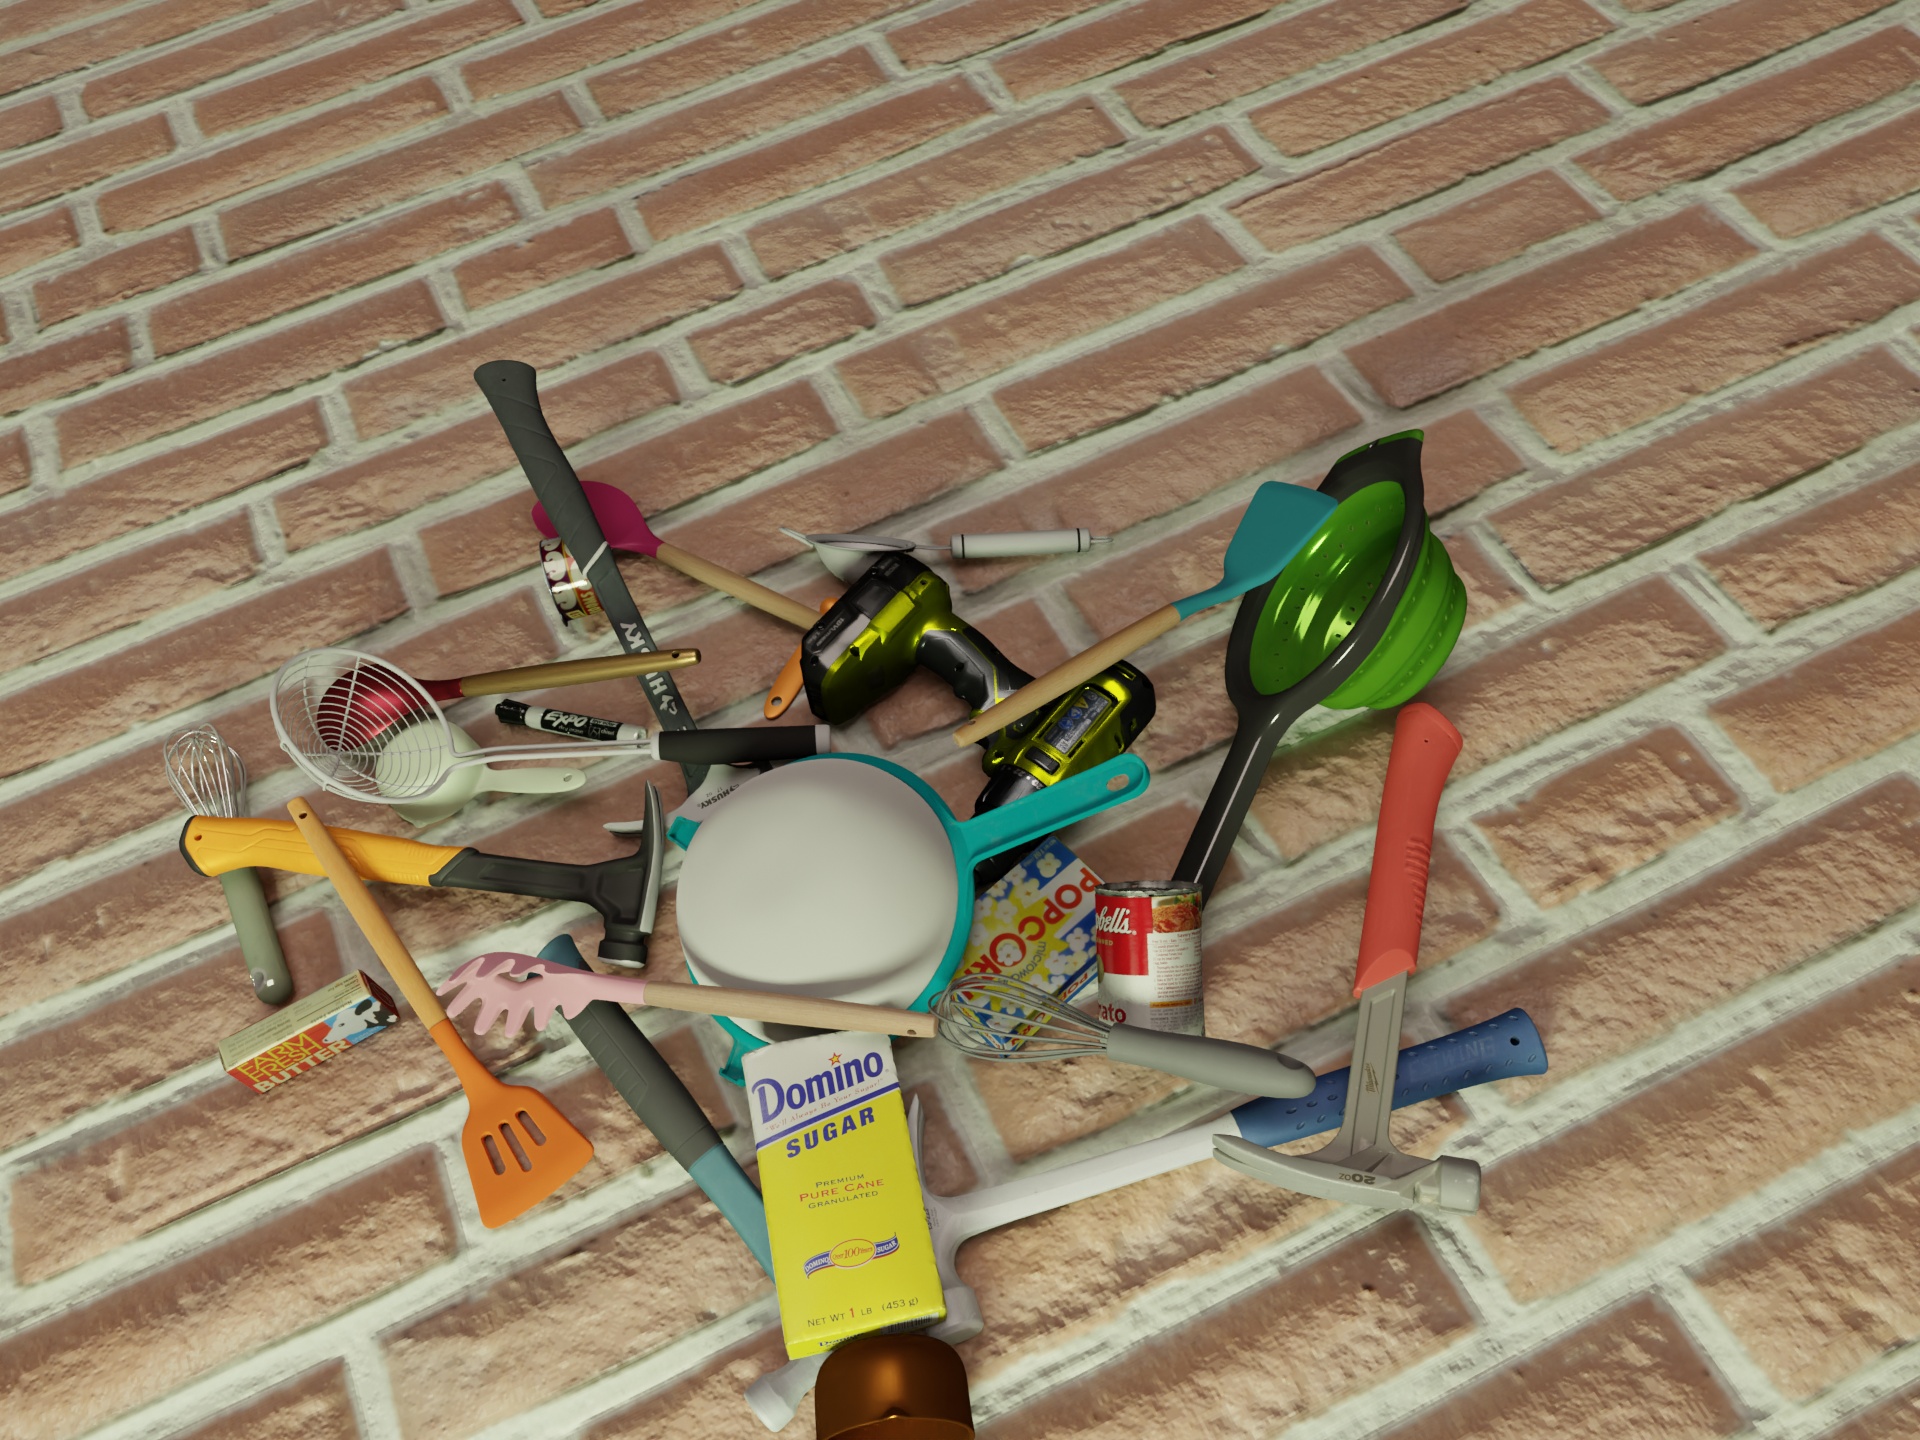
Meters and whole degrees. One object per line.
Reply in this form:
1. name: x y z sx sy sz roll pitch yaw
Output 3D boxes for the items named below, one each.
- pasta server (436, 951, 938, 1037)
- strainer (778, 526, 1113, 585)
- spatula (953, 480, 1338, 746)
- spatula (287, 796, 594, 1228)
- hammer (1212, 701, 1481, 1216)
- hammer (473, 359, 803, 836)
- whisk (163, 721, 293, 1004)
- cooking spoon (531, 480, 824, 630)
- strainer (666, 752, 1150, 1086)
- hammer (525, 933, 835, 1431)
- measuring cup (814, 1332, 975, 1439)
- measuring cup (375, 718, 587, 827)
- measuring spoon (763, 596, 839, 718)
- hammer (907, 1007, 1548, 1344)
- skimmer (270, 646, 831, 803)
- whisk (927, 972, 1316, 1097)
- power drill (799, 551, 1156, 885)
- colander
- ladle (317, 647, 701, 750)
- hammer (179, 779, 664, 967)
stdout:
1. pasta server: -0.169 0.176 0.975 0.316 0.060 0.040 4 43 14
2. strainer: -0.010 -0.132 1.231 0.258 0.050 0.087 -3 14 -1
3. spatula: 0.124 -0.072 1.103 0.317 0.044 0.082 -31 31 -18
4. spatula: -0.358 0.179 1.048 0.081 0.041 0.323 -34 79 -14
5. hammer: 0.262 0.132 1.004 0.149 0.036 0.359 8 51 15
6. hammer: -0.267 -0.100 1.183 0.149 0.036 0.409 -28 76 -7
7. whisk: -0.524 0.099 1.149 0.058 0.059 0.247 -44 60 23
8. cooking spoon: -0.216 -0.124 1.255 0.319 0.017 0.069 25 63 26
9. strainer: -0.047 0.085 1.009 0.340 0.095 0.211 -23 65 13
10. hammer: -0.168 0.263 0.989 0.128 0.033 0.331 -38 67 -17
11. measuring cup: -0.080 0.379 0.882 0.173 0.095 0.052 -2 49 -3
12. measuring cup: -0.349 0.034 1.151 0.167 0.038 0.083 0 55 21
13. measuring spoon: -0.120 -0.050 1.209 0.021 0.011 0.117 18 62 17
14. hammer: 0.157 0.249 0.973 0.405 0.035 0.144 -16 58 -3
15. skimmer: -0.271 0.000 1.082 0.363 0.090 0.127 -2 44 -4
16. whisk: 0.091 0.191 0.945 0.239 0.055 0.055 7 59 22
17. power drill: -0.002 -0.004 1.129 0.229 0.080 0.190 33 66 21
18. colander: 0.245 -0.003 1.086 0.094 0.204 0.397 29 79 -15
19. ladle: -0.334 -0.026 1.148 0.315 0.031 0.069 -7 64 14
20. hammer: -0.373 0.091 1.102 0.337 0.034 0.127 5 78 4
